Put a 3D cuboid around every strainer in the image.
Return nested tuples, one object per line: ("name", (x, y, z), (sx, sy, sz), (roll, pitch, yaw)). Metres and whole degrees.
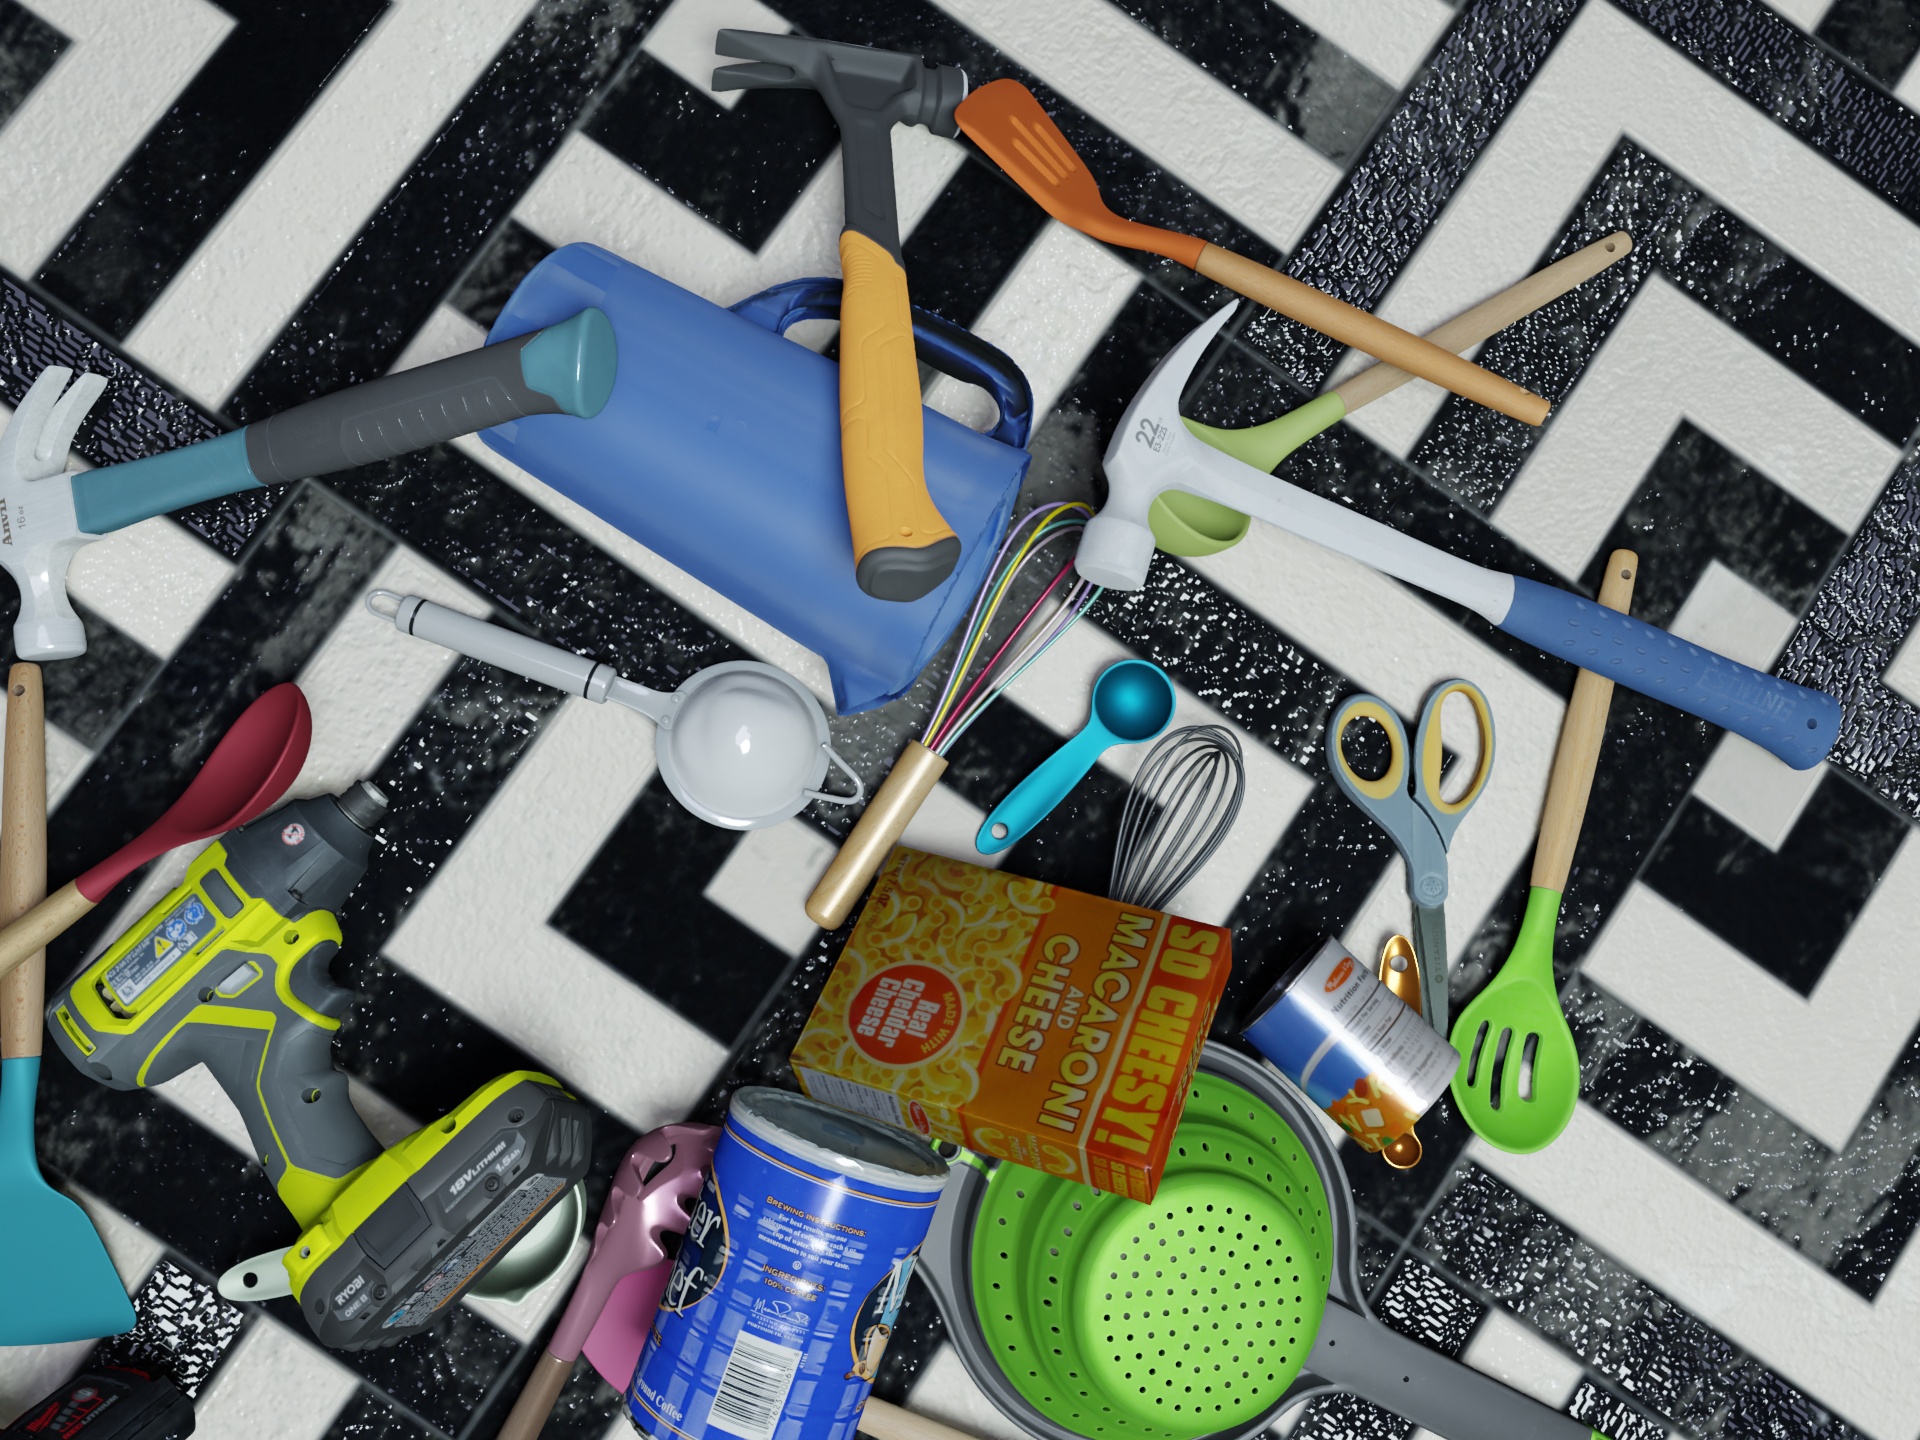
("strainer", (-0.167, -0.015, 0.770), (0.258, 0.050, 0.087), (20, 68, 0))

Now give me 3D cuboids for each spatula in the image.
("spatula", (0.144, -0.228, 0.787), (0.322, 0.041, 0.081), (27, 41, 8))
("spatula", (-0.435, 0.131, 0.744), (0.082, 0.044, 0.317), (-4, 81, -4))

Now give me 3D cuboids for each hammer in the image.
("hammer", (0.258, -0.068, 0.776), (0.405, 0.035, 0.144), (20, 80, -13))
("hammer", (-0.046, -0.192, 0.710), (0.127, 0.034, 0.337), (4, 55, -15))
("hammer", (-0.300, -0.120, 0.708), (0.331, 0.033, 0.128), (-11, 88, 18))

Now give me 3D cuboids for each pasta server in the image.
("pasta server", (-0.193, 0.321, 0.734), (0.040, 0.060, 0.316), (26, 88, 42))

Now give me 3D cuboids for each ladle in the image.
("ladle", (-0.413, 0.092, 0.712), (0.315, 0.069, 0.031), (-38, 131, -3))
("ladle", (0.217, -0.178, 0.807), (0.320, 0.062, 0.078), (-30, 84, -9))

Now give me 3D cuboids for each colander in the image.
("colander", (0.166, 0.288, 0.728), (0.397, 0.094, 0.204), (28, 84, -8))

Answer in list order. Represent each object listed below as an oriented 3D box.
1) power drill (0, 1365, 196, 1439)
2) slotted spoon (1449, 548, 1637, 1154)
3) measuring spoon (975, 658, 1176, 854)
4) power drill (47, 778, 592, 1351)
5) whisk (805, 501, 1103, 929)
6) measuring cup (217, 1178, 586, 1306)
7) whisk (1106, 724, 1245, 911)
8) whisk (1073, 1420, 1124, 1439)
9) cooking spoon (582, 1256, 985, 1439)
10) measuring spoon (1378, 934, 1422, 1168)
("power drill", (-0.447, 0.265, 0.685), (0.143, 0.078, 0.219), (-43, 88, 20))
("slotted spoon", (0.306, 0.062, 0.810), (0.070, 0.031, 0.314), (16, 82, -5))
("measuring spoon", (0.055, 0.020, 0.800), (0.128, 0.021, 0.042), (-44, 91, 2))
("power drill", (-0.276, 0.146, 0.708), (0.171, 0.080, 0.223), (-44, 72, -8))
("whisk", (0.000, -0.002, 0.784), (0.051, 0.047, 0.245), (33, 88, 10))
("measuring cup", (-0.257, 0.239, 0.743), (0.167, 0.038, 0.083), (-14, 86, -4))
("whisk", (0.072, 0.108, 0.777), (0.055, 0.055, 0.239), (28, 88, -2))
("whisk", (-0.003, 0.457, 0.739), (0.073, 0.073, 0.296), (35, 77, -1))
("cooking spoon", (-0.031, 0.331, 0.748), (0.319, 0.017, 0.069), (20, 85, 5))
("measuring spoon", (0.220, 0.165, 0.797), (0.021, 0.011, 0.117), (-1, 89, 14))
